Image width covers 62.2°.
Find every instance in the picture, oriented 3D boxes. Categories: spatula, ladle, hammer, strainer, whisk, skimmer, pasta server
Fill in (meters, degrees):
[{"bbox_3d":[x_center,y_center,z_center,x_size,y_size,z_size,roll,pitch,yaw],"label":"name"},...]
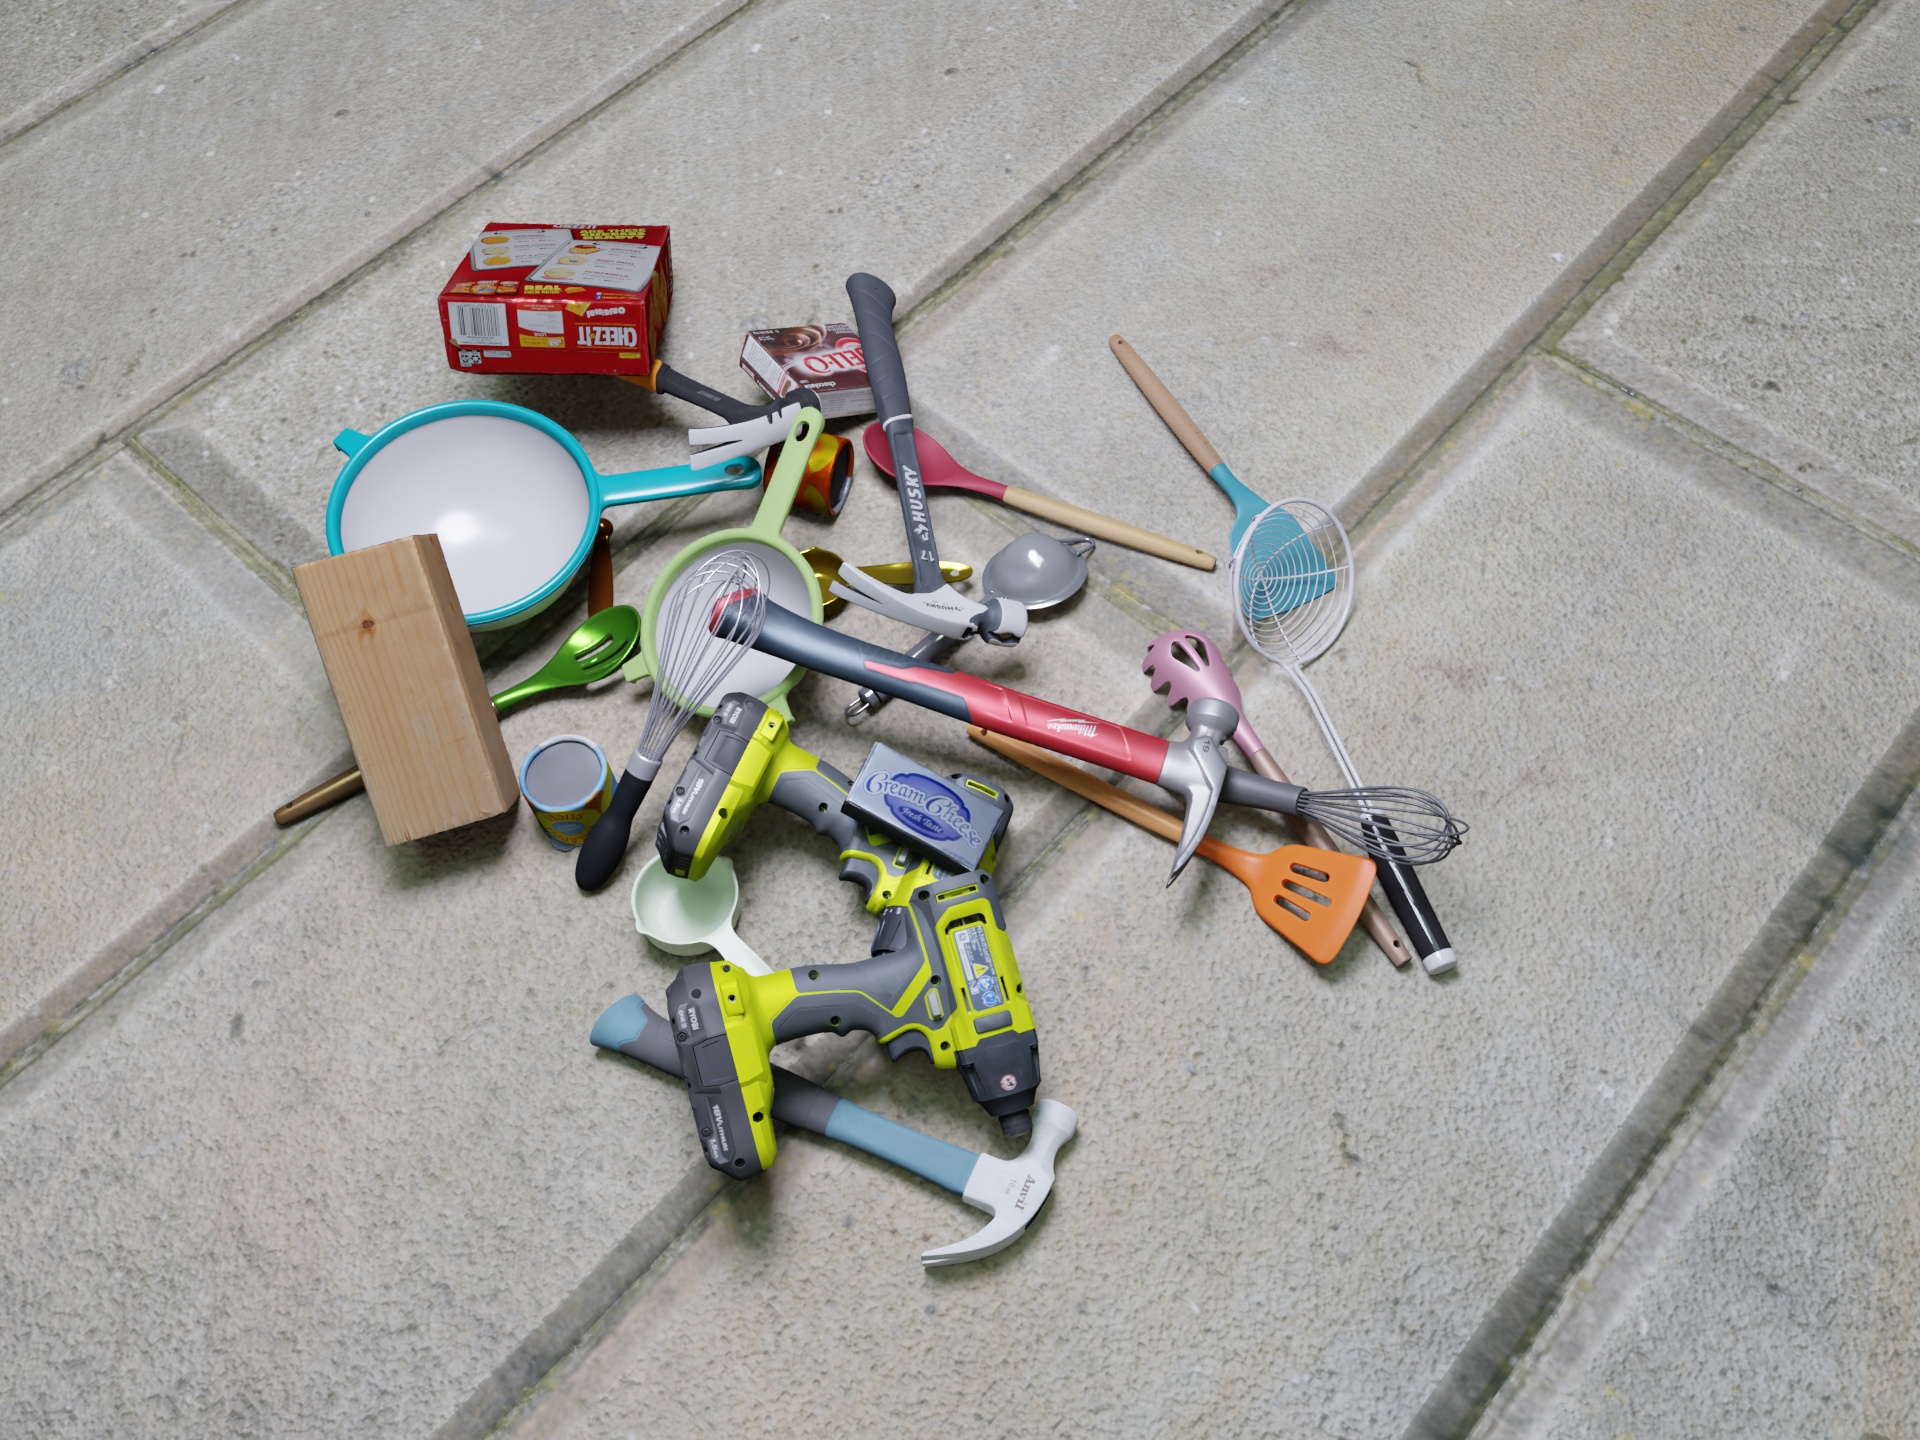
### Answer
[{"bbox_3d":[0.202,-0.219,1.342,0.082,0.044,0.318,-23,57,-9],"label":"spatula"},{"bbox_3d":[0.063,-0.182,1.323,0.315,0.031,0.069,21,47,12],"label":"ladle"},{"bbox_3d":[-0.053,-0.228,1.289,0.149,0.036,0.409,9,48,-25],"label":"hammer"},{"bbox_3d":[-0.150,-0.118,1.245,0.151,0.069,0.256,16,81,20],"label":"strainer"},{"bbox_3d":[-0.213,0.004,1.132,0.070,0.070,0.284,35,106,21],"label":"whisk"},{"bbox_3d":[-0.330,-0.159,1.295,0.340,0.095,0.211,-10,65,-10],"label":"strainer"},{"bbox_3d":[0.142,0.071,1.162,0.323,0.041,0.081,27,86,19],"label":"spatula"},{"bbox_3d":[0.243,0.056,1.130,0.239,0.055,0.055,13,59,36],"label":"whisk"},{"bbox_3d":[0.295,0.004,1.165,0.127,0.090,0.364,1,56,-34],"label":"skimmer"},{"bbox_3d":[-0.097,0.260,1.068,0.331,0.033,0.128,20,61,14],"label":"hammer"},{"bbox_3d":[0.234,0.050,1.181,0.060,0.040,0.316,-26,66,-12],"label":"pasta server"},{"bbox_3d":[-0.274,-0.294,1.348,0.337,0.034,0.127,29,43,35],"label":"hammer"},{"bbox_3d":[0.008,-0.084,1.262,0.258,0.050,0.087,-40,50,-15],"label":"strainer"},{"bbox_3d":[-0.002,-0.004,1.140,0.386,0.038,0.143,18,62,5],"label":"hammer"}]

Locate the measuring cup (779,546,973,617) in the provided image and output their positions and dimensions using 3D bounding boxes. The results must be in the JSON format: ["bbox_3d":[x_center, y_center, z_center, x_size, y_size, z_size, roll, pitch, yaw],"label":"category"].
[{"bbox_3d":[-0.068,-0.111,1.289,0.156,0.029,0.062,-3,59,-1],"label":"measuring cup"}]

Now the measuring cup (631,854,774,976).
[{"bbox_3d":[-0.165,0.162,1.128,0.083,0.038,0.168,-38,68,-20],"label":"measuring cup"}]

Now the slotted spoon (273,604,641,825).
[{"bbox_3d":[-0.386,0.000,1.239,0.314,0.031,0.070,-29,46,-11],"label":"slotted spoon"}]

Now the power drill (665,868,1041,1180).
[{"bbox_3d":[-0.064,0.206,1.022,0.223,0.080,0.171,-15,84,-9],"label":"power drill"}]

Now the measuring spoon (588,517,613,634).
[{"bbox_3d":[-0.298,-0.122,1.314,0.021,0.011,0.117,-6,60,-1],"label":"measuring spoon"}]

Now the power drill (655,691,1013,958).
[{"bbox_3d":[-0.093,0.095,1.118,0.228,0.080,0.191,25,62,-2],"label":"power drill"}]
